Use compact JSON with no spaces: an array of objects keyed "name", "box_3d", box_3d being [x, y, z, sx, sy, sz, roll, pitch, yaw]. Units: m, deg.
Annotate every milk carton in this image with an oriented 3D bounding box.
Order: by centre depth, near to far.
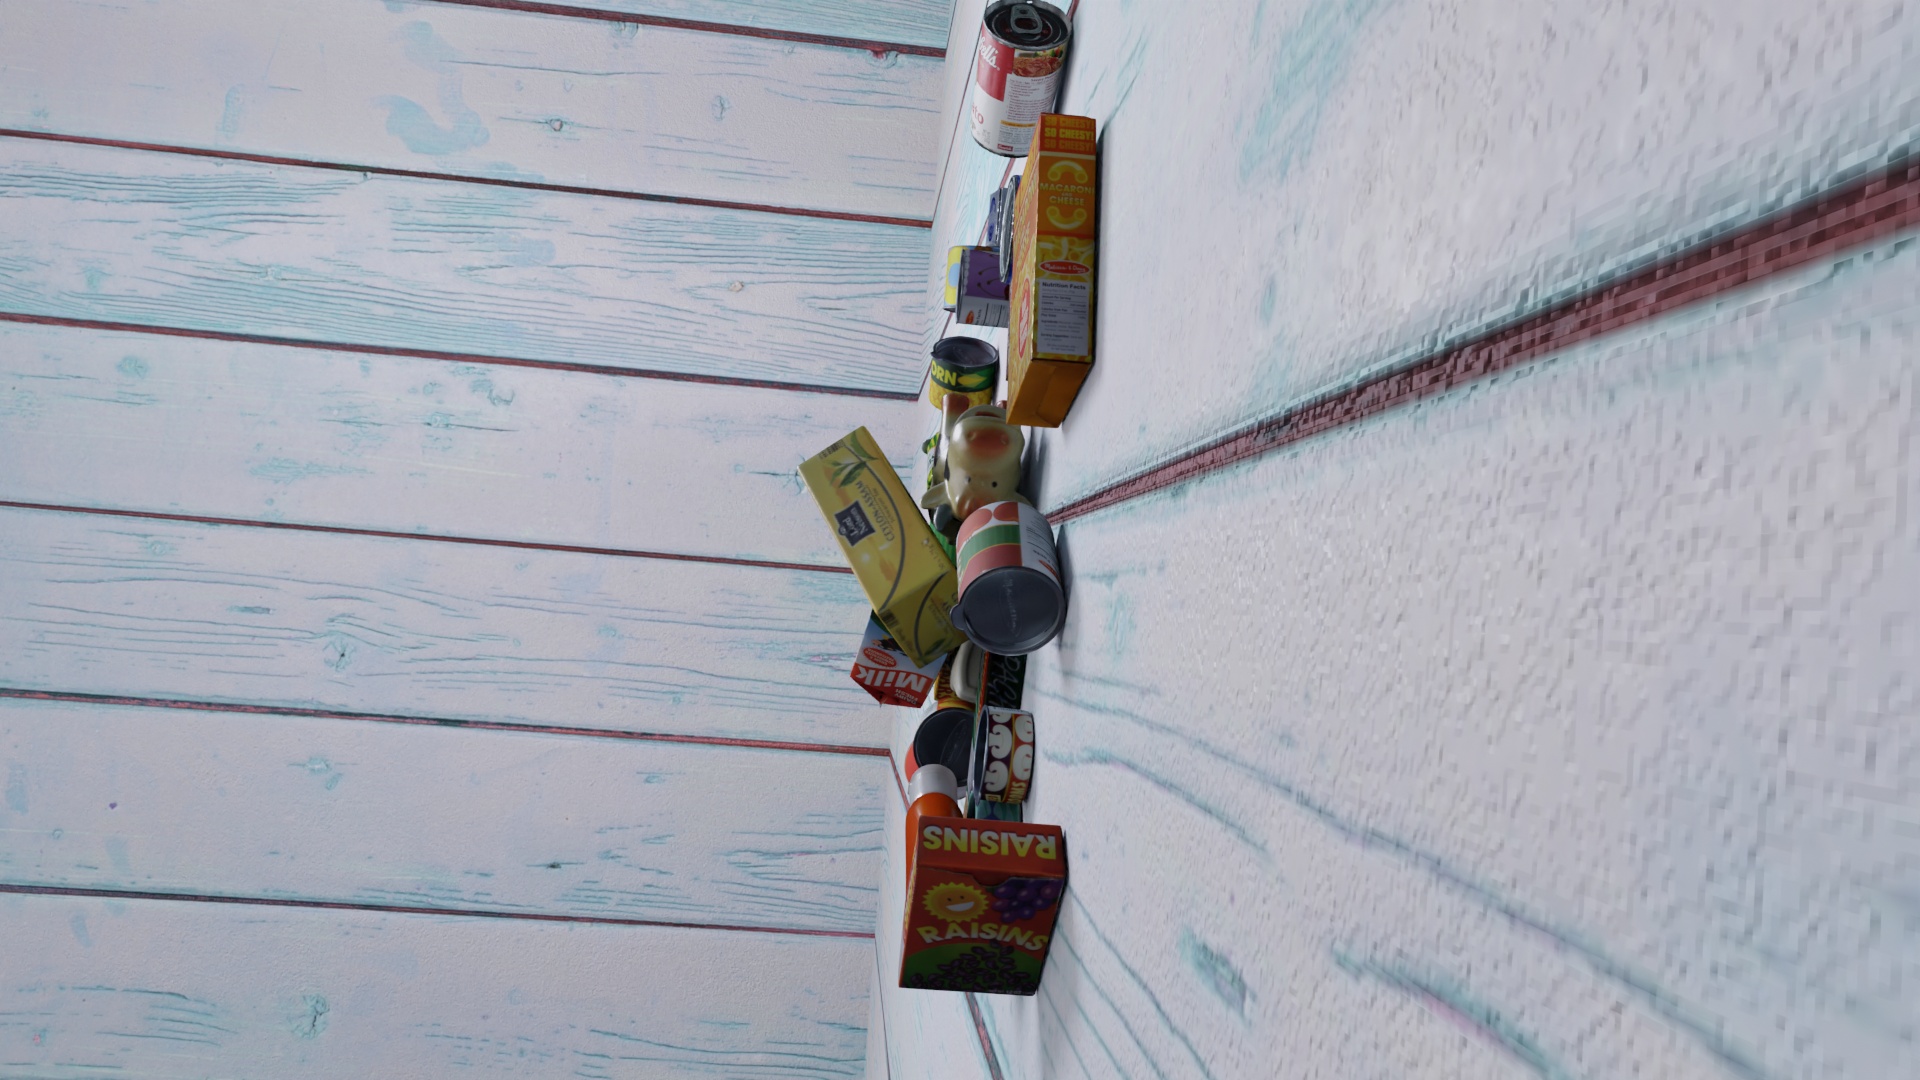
[{"name":"milk carton","box_3d":[-0.044,0.085,1.211,0.189,0.073,0.072,113,-178,-62]}]

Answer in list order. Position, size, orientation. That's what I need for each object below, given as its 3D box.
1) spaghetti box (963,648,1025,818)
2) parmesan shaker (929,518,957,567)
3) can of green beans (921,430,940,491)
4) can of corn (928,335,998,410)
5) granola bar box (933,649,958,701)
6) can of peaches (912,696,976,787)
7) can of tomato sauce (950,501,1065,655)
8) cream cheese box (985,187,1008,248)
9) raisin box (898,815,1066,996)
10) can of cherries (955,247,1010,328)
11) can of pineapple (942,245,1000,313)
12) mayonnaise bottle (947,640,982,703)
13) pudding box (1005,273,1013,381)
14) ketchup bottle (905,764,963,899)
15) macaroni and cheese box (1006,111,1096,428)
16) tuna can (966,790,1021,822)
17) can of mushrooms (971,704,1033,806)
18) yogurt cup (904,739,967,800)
[{"name":"spaghetti box","box_3d":[0.026,0.135,1.052,0.050,0.029,0.249,-101,16,-72]},{"name":"parmesan shaker","box_3d":[0.004,-0.015,1.214,0.071,0.071,0.103,110,165,-72]},{"name":"can of green beans","box_3d":[0.000,-0.068,1.338,0.058,0.071,0.070,-91,7,-46]},{"name":"can of corn","box_3d":[0.000,-0.166,1.409,0.071,0.071,0.058,-92,8,-56]},{"name":"granola bar box","box_3d":[0.004,0.059,1.330,0.164,0.039,0.125,101,173,-49]},{"name":"can of peaches","box_3d":[-0.003,0.167,1.153,0.058,0.071,0.071,-100,15,-87]},{"name":"can of tomato sauce","box_3d":[0.029,0.023,0.887,0.083,0.071,0.070,-92,9,-59]},{"name":"cream cheese box","box_3d":[0.042,-0.308,1.332,0.104,0.024,0.053,-110,26,-79]},{"name":"raisin box","box_3d":[0.010,0.217,0.819,0.040,0.086,0.122,-89,6,-51]},{"name":"can of cherries","box_3d":[0.028,-0.222,1.215,0.071,0.058,0.071,-170,85,-86]},{"name":"can of pineapple","box_3d":[0.020,-0.240,1.287,0.071,0.071,0.058,-139,54,-84]},{"name":"mayonnaise bottle","box_3d":[0.013,0.104,1.175,0.148,0.041,0.065,124,158,-83]},{"name":"pudding box","box_3d":[0.052,-0.163,1.028,0.049,0.030,0.084,111,162,-70]},{"name":"ketchup bottle","box_3d":[-0.018,0.218,0.998,0.149,0.043,0.064,-96,13,-64]},{"name":"macaroni and cheese box","box_3d":[0.059,-0.171,0.902,0.123,0.040,0.167,112,162,-75]},{"name":"tuna can","box_3d":[0.023,0.210,0.995,0.071,0.033,0.071,-171,86,-85]},{"name":"can of mushrooms","box_3d":[0.029,0.151,0.965,0.071,0.033,0.071,-169,87,-84]},{"name":"yogurt cup","box_3d":[-0.013,0.204,1.252,0.054,0.072,0.072,165,110,-76]}]
